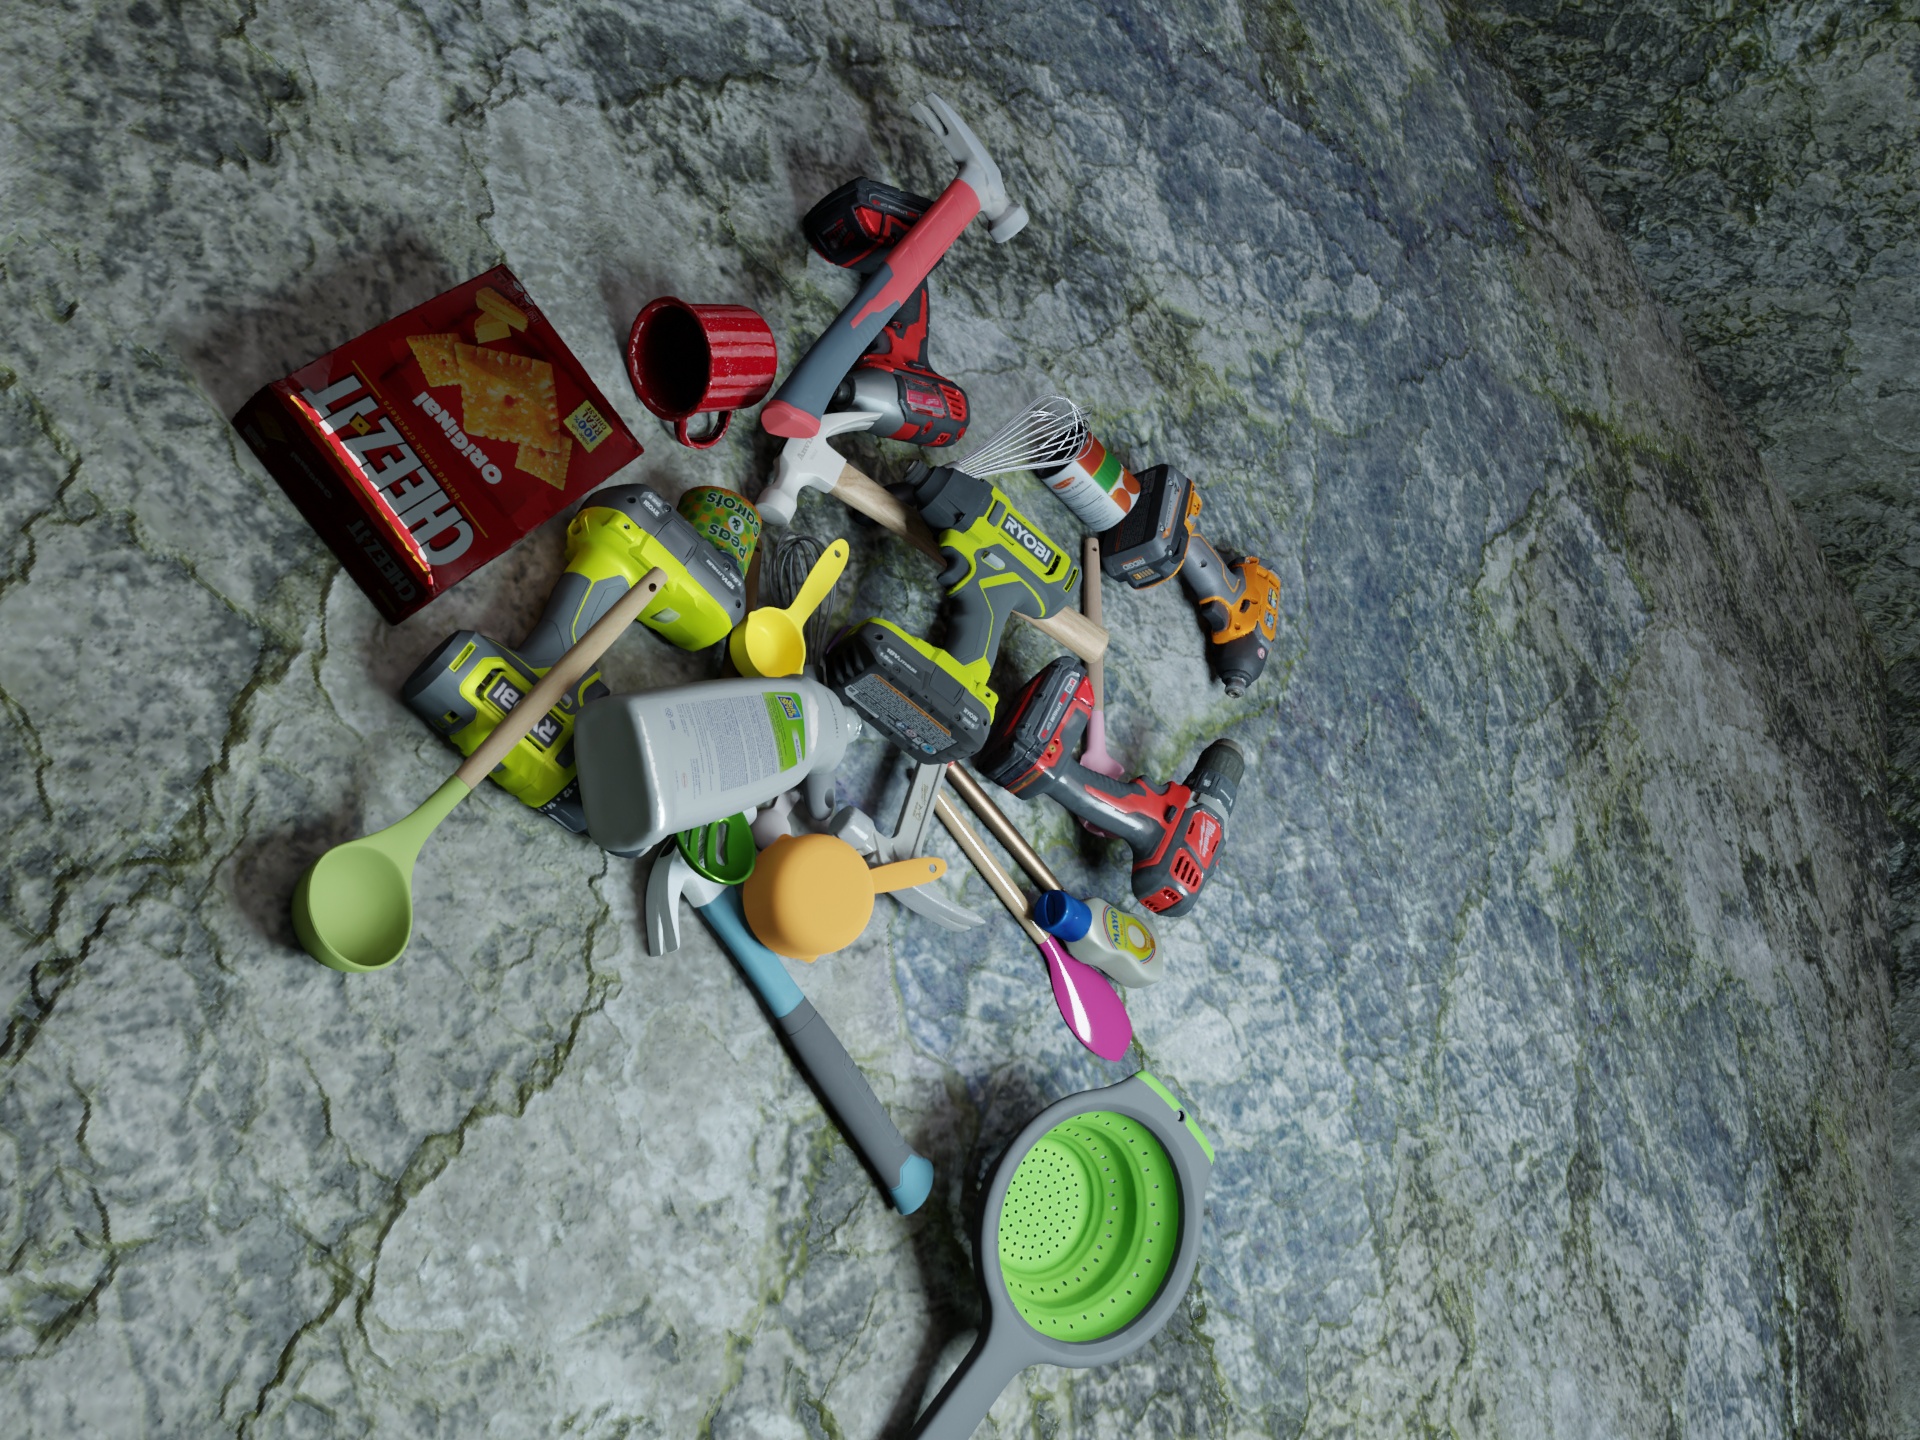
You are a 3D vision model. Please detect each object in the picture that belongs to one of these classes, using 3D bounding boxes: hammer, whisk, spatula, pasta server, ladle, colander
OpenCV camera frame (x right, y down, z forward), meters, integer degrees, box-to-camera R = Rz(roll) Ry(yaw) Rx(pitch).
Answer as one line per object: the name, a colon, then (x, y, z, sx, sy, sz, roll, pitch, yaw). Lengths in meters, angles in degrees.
hammer: (-0.069, -0.375, 1.327, 0.143, 0.038, 0.386, 49, 51, -23)
whisk: (-0.117, -0.038, 1.243, 0.055, 0.055, 0.239, 9, 68, -42)
spatula: (-0.003, 0.044, 1.348, 0.315, 0.018, 0.060, 50, 46, -17)
whisk: (0.016, -0.230, 1.422, 0.284, 0.070, 0.070, -29, 96, -33)
pasta server: (0.130, -0.034, 1.494, 0.060, 0.040, 0.316, 11, 65, -22)
ladle: (-0.285, 0.021, 0.983, 0.320, 0.062, 0.078, -50, 126, -19)
colander: (0.030, 0.437, 1.194, 0.397, 0.094, 0.204, -47, 110, -24)
hammer: (-0.009, -0.147, 1.346, 0.331, 0.031, 0.130, 31, 65, -20)
hammer: (-0.002, -0.004, 1.332, 0.149, 0.036, 0.359, 39, 47, -26)
hammer: (-0.116, 0.219, 1.160, 0.331, 0.033, 0.128, 58, 44, -11)

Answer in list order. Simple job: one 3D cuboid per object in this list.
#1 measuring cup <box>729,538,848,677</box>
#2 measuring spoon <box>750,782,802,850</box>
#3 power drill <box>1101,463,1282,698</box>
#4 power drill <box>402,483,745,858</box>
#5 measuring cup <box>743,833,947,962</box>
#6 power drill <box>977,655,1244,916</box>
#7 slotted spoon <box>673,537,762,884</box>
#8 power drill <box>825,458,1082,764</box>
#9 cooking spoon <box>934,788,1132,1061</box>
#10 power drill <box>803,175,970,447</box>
measuring cup: (-0.127, -0.086, 1.212, 0.062, 0.029, 0.157, 51, 45, -24)
measuring spoon: (-0.125, 0.050, 1.226, 0.034, 0.018, 0.124, 44, 48, -23)
power drill: (0.243, -0.135, 1.614, 0.226, 0.084, 0.164, 38, 52, -33)
power drill: (-0.246, -0.035, 1.101, 0.190, 0.080, 0.229, 45, 51, -21)
measuring cup: (-0.070, 0.119, 1.158, 0.173, 0.052, 0.095, -9, 84, -34)
power drill: (0.147, 0.042, 1.404, 0.226, 0.080, 0.188, 37, 54, -9)
slotted spoon: (-0.169, -0.014, 1.176, 0.070, 0.031, 0.314, 28, 47, -32)
power drill: (-0.010, -0.092, 1.265, 0.171, 0.080, 0.223, 39, 55, -17)
cooking spoon: (0.057, 0.167, 1.358, 0.318, 0.017, 0.069, 53, 44, -16)
power drill: (-0.068, -0.353, 1.399, 0.143, 0.078, 0.220, 2, 76, -43)
